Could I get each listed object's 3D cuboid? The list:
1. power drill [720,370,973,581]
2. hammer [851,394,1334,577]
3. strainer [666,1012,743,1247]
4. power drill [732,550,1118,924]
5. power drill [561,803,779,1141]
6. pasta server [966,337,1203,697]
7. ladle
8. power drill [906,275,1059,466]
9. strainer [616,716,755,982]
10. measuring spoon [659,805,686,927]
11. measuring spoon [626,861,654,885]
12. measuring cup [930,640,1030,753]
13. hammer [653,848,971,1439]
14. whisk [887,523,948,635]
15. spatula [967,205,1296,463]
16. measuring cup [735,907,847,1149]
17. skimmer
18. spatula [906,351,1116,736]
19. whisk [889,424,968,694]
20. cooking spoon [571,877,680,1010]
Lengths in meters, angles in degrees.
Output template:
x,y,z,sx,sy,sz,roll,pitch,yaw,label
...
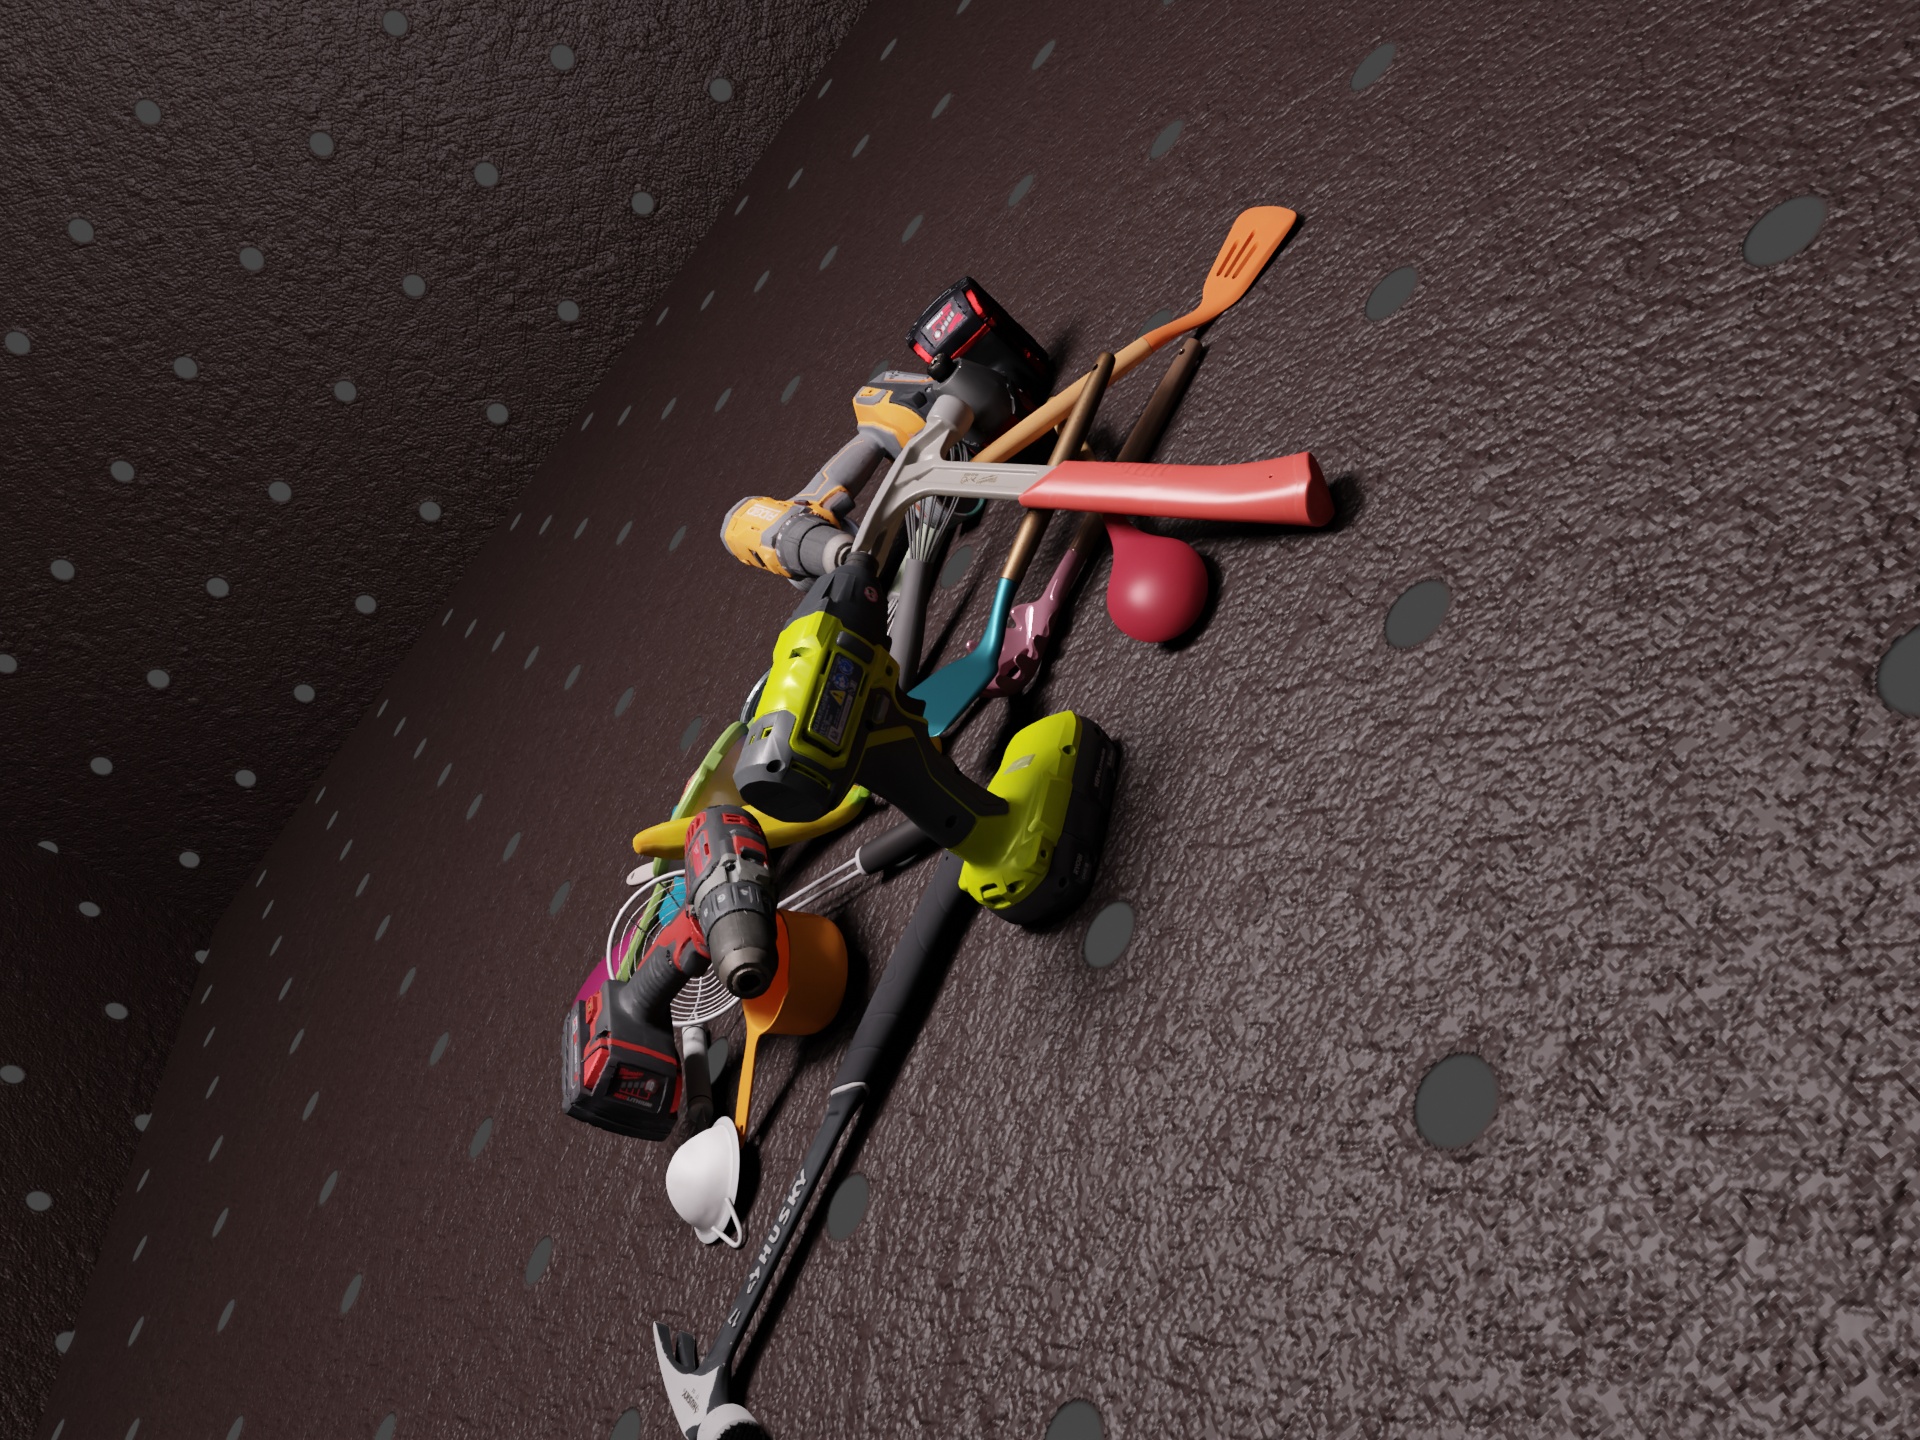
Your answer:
x,y,z,sx,sy,sz,roll,pitch,yaw,label
-0.088,-0.208,1.405,0.226,0.084,0.185,-44,34,-16,power drill
0.080,-0.147,1.053,0.359,0.036,0.149,12,68,43,hammer
-0.194,0.293,1.176,0.087,0.050,0.259,-66,20,18,strainer
-0.015,0.013,0.958,0.080,0.223,0.171,-23,43,49,power drill
-0.196,0.189,1.118,0.226,0.080,0.188,-57,26,17,power drill
0.093,-0.147,1.154,0.060,0.040,0.316,19,77,53,pasta server
0.101,-0.156,1.111,0.069,0.031,0.316,-36,35,14,ladle
0.021,-0.273,1.295,0.078,0.143,0.220,-42,28,19,power drill
-0.218,0.127,1.359,0.256,0.069,0.151,-64,-1,13,strainer
-0.261,0.132,1.441,0.042,0.021,0.129,-29,53,31,measuring spoon
-0.300,0.141,1.538,0.124,0.018,0.034,-23,43,50,measuring spoon
-0.002,-0.004,1.188,0.156,0.029,0.062,-39,30,11,measuring cup
-0.081,0.257,1.024,0.149,0.036,0.409,4,65,62,hammer
-0.053,-0.094,1.344,0.058,0.059,0.246,10,62,25,whisk
0.115,-0.273,1.185,0.322,0.041,0.081,-36,27,-4,spatula
-0.123,0.220,1.129,0.095,0.052,0.173,15,96,62,measuring cup
-0.130,0.126,1.184,0.363,0.090,0.127,-32,61,38,skimmer
0.038,-0.125,1.119,0.082,0.044,0.317,10,73,55,spatula
-0.035,-0.127,1.275,0.055,0.055,0.239,18,99,63,whisk
-0.273,0.163,1.469,0.319,0.017,0.069,-52,30,12,cooking spoon
